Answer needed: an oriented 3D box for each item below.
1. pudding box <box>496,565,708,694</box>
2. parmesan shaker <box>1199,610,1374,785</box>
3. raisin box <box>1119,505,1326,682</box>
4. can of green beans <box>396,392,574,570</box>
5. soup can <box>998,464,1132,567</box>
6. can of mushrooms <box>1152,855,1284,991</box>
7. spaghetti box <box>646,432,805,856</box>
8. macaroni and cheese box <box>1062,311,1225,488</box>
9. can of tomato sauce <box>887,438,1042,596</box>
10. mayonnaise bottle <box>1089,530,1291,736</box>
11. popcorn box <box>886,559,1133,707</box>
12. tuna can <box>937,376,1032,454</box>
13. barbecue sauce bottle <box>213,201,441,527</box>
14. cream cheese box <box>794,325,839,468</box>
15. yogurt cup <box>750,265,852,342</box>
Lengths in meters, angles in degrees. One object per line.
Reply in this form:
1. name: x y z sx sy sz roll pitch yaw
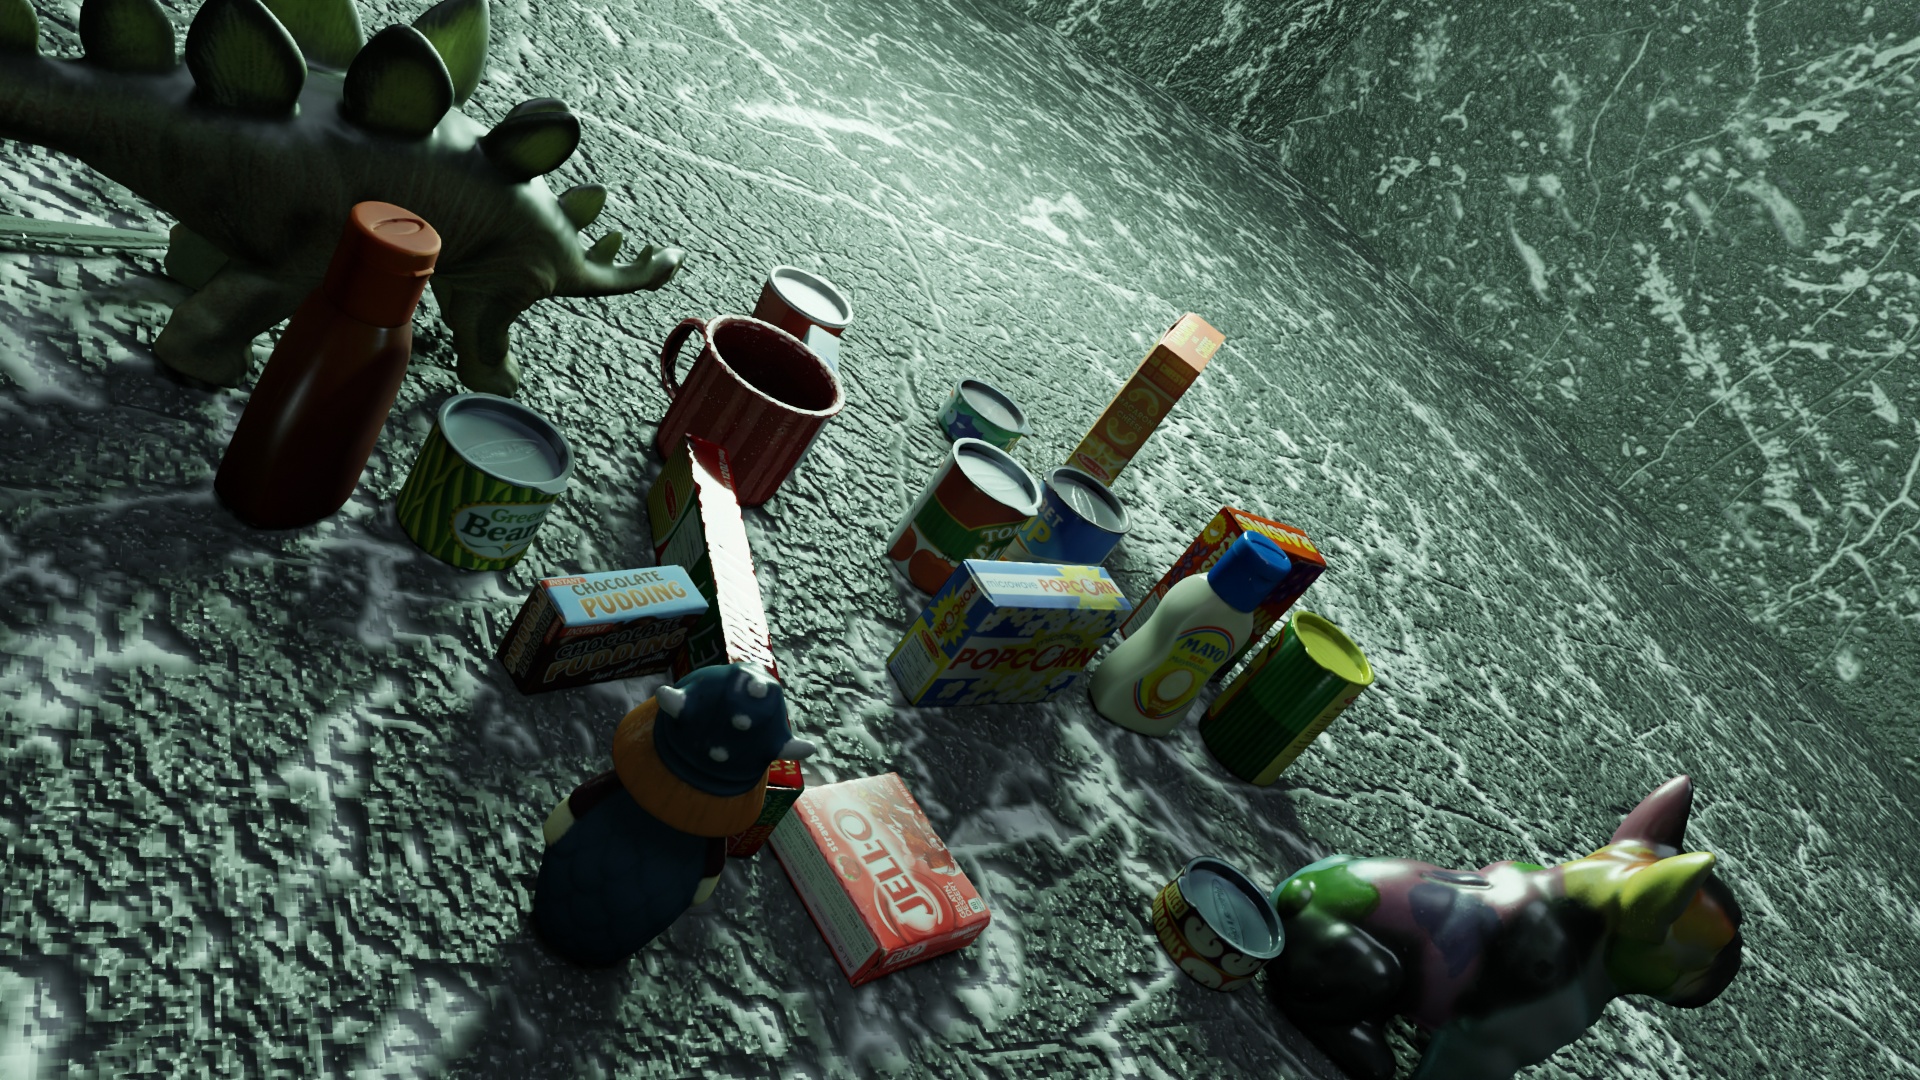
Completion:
1. pudding box: -0.164 0.040 0.642 0.084 0.049 0.030 -5 48 -52
2. parmesan shaker: 0.213 0.106 0.920 0.071 0.102 0.072 28 28 -16
3. raisin box: 0.182 0.040 0.965 0.086 0.123 0.040 16 33 -35
4. can of green beans: -0.228 -0.028 0.665 0.071 0.057 0.071 28 28 -16
5. soup can: 0.062 0.000 0.930 0.071 0.083 0.072 28 28 -16
6. can of mushrooms: 0.137 0.206 0.749 0.071 0.033 0.071 28 28 -16
7. spaghetti box: -0.122 0.042 0.688 0.029 0.050 0.251 18 32 -32
8. macaroni and cheese box: 0.127 -0.090 1.059 0.040 0.165 0.124 38 27 3
9. can of tomato sauce: 0.003 -0.011 0.880 0.071 0.082 0.071 28 28 -16
10. mayonnaise bottle: 0.145 0.058 0.866 0.065 0.147 0.041 23 30 -25
11. popcorn box: 0.030 0.054 0.806 0.127 0.085 0.038 4 41 -46
12. tuna can: 0.019 -0.093 1.083 0.071 0.032 0.071 28 28 -16
13. barbecue sauce bottle: -0.266 -0.074 0.593 0.044 0.148 0.065 39 27 5
14. cream cheese box: -0.104 -0.097 0.924 0.024 0.053 0.104 27 29 -20
15. yogurt cup: -0.119 -0.156 0.998 0.072 0.053 0.073 28 28 -16
